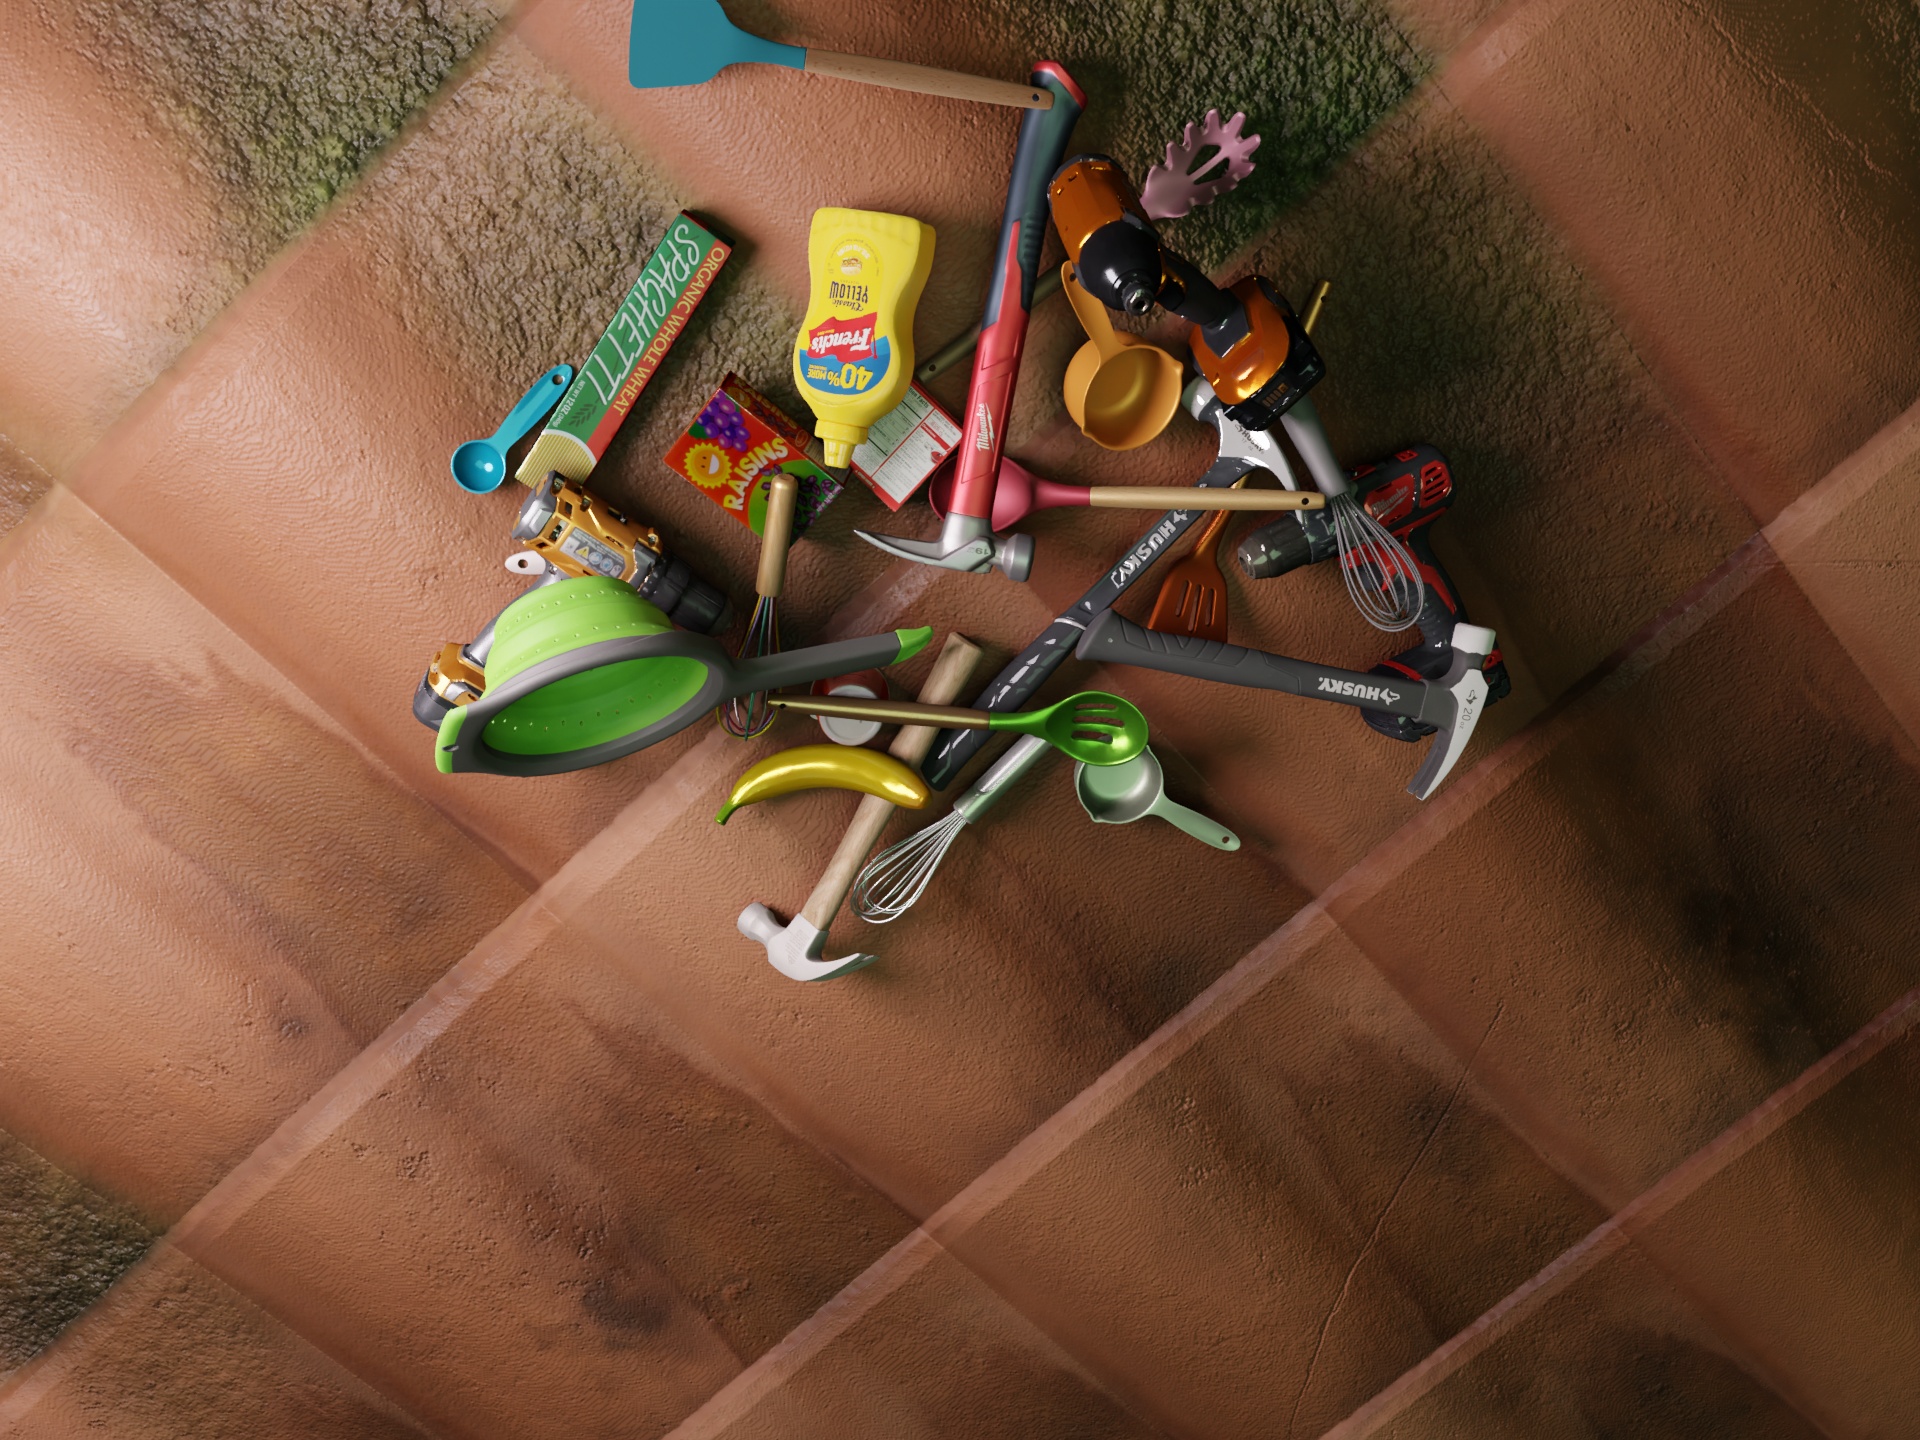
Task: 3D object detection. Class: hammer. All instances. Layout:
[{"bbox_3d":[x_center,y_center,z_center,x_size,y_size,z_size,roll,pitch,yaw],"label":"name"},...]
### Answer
[{"bbox_3d":[0.019,-0.309,1.228,0.143,0.038,0.386,11,99,1],"label":"hammer"},{"bbox_3d":[-0.070,0.076,1.355,0.031,0.130,0.331,16,106,-56],"label":"hammer"},{"bbox_3d":[0.111,-0.089,1.318,0.409,0.036,0.149,-46,73,15],"label":"hammer"},{"bbox_3d":[0.257,-0.032,1.281,0.334,0.035,0.146,10,99,-7],"label":"hammer"}]

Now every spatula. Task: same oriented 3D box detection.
[{"bbox_3d":[-0.087,-0.484,1.172,0.317,0.044,0.082,8,107,-5],"label":"spatula"},{"bbox_3d":[0.239,-0.205,1.310,0.081,0.041,0.322,15,106,-23],"label":"spatula"}]

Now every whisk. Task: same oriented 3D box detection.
[{"bbox_3d":[-0.162,-0.085,1.288,0.047,0.051,0.244,16,121,5],"label":"whisk"},{"bbox_3d":[0.300,-0.180,1.256,0.055,0.055,0.239,-25,83,4],"label":"whisk"},{"bbox_3d":[-0.004,0.086,1.387,0.246,0.058,0.059,-44,142,6],"label":"whisk"}]

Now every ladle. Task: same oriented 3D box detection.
[{"bbox_3d":[0.130,-0.179,1.267,0.315,0.031,0.069,4,108,16],"label":"ladle"}]

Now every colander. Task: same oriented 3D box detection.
[{"bbox_3d":[-0.209,-0.059,1.215,0.397,0.204,0.095,-13,71,-28],"label":"colander"}]

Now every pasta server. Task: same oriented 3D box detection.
[{"bbox_3d":[0.094,-0.363,1.244,0.316,0.040,0.060,-35,92,8],"label":"pasta server"}]

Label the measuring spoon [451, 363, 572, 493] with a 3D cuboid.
[{"bbox_3d":[-0.352,-0.234,1.262,0.042,0.021,0.128,42,91,-15],"label":"measuring spoon"}]

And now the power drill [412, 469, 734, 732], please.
[{"bbox_3d":[-0.309,-0.064,1.279,0.185,0.084,0.226,32,106,-23],"label":"power drill"}]

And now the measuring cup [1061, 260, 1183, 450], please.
[{"bbox_3d":[0.107,-0.292,1.236,0.095,0.052,0.173,-35,129,-1],"label":"measuring cup"}]

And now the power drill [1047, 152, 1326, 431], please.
[{"bbox_3d":[0.167,-0.308,1.175,0.226,0.164,0.084,27,124,-34],"label":"power drill"}]

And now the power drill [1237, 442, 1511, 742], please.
[{"bbox_3d":[0.347,-0.098,1.331,0.188,0.080,0.226,-25,106,-5],"label":"power drill"}]

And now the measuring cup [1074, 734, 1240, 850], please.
[{"bbox_3d":[0.174,0.069,1.402,0.167,0.038,0.083,28,104,-16],"label":"measuring cup"}]

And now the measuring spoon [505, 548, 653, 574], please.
[{"bbox_3d":[-0.309,-0.130,1.297,0.124,0.018,0.034,-4,110,-4],"label":"measuring spoon"}]

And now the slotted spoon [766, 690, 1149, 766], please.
[{"bbox_3d":[-0.002,-0.004,1.304,0.313,0.031,0.070,5,119,-4],"label":"slotted spoon"}]
